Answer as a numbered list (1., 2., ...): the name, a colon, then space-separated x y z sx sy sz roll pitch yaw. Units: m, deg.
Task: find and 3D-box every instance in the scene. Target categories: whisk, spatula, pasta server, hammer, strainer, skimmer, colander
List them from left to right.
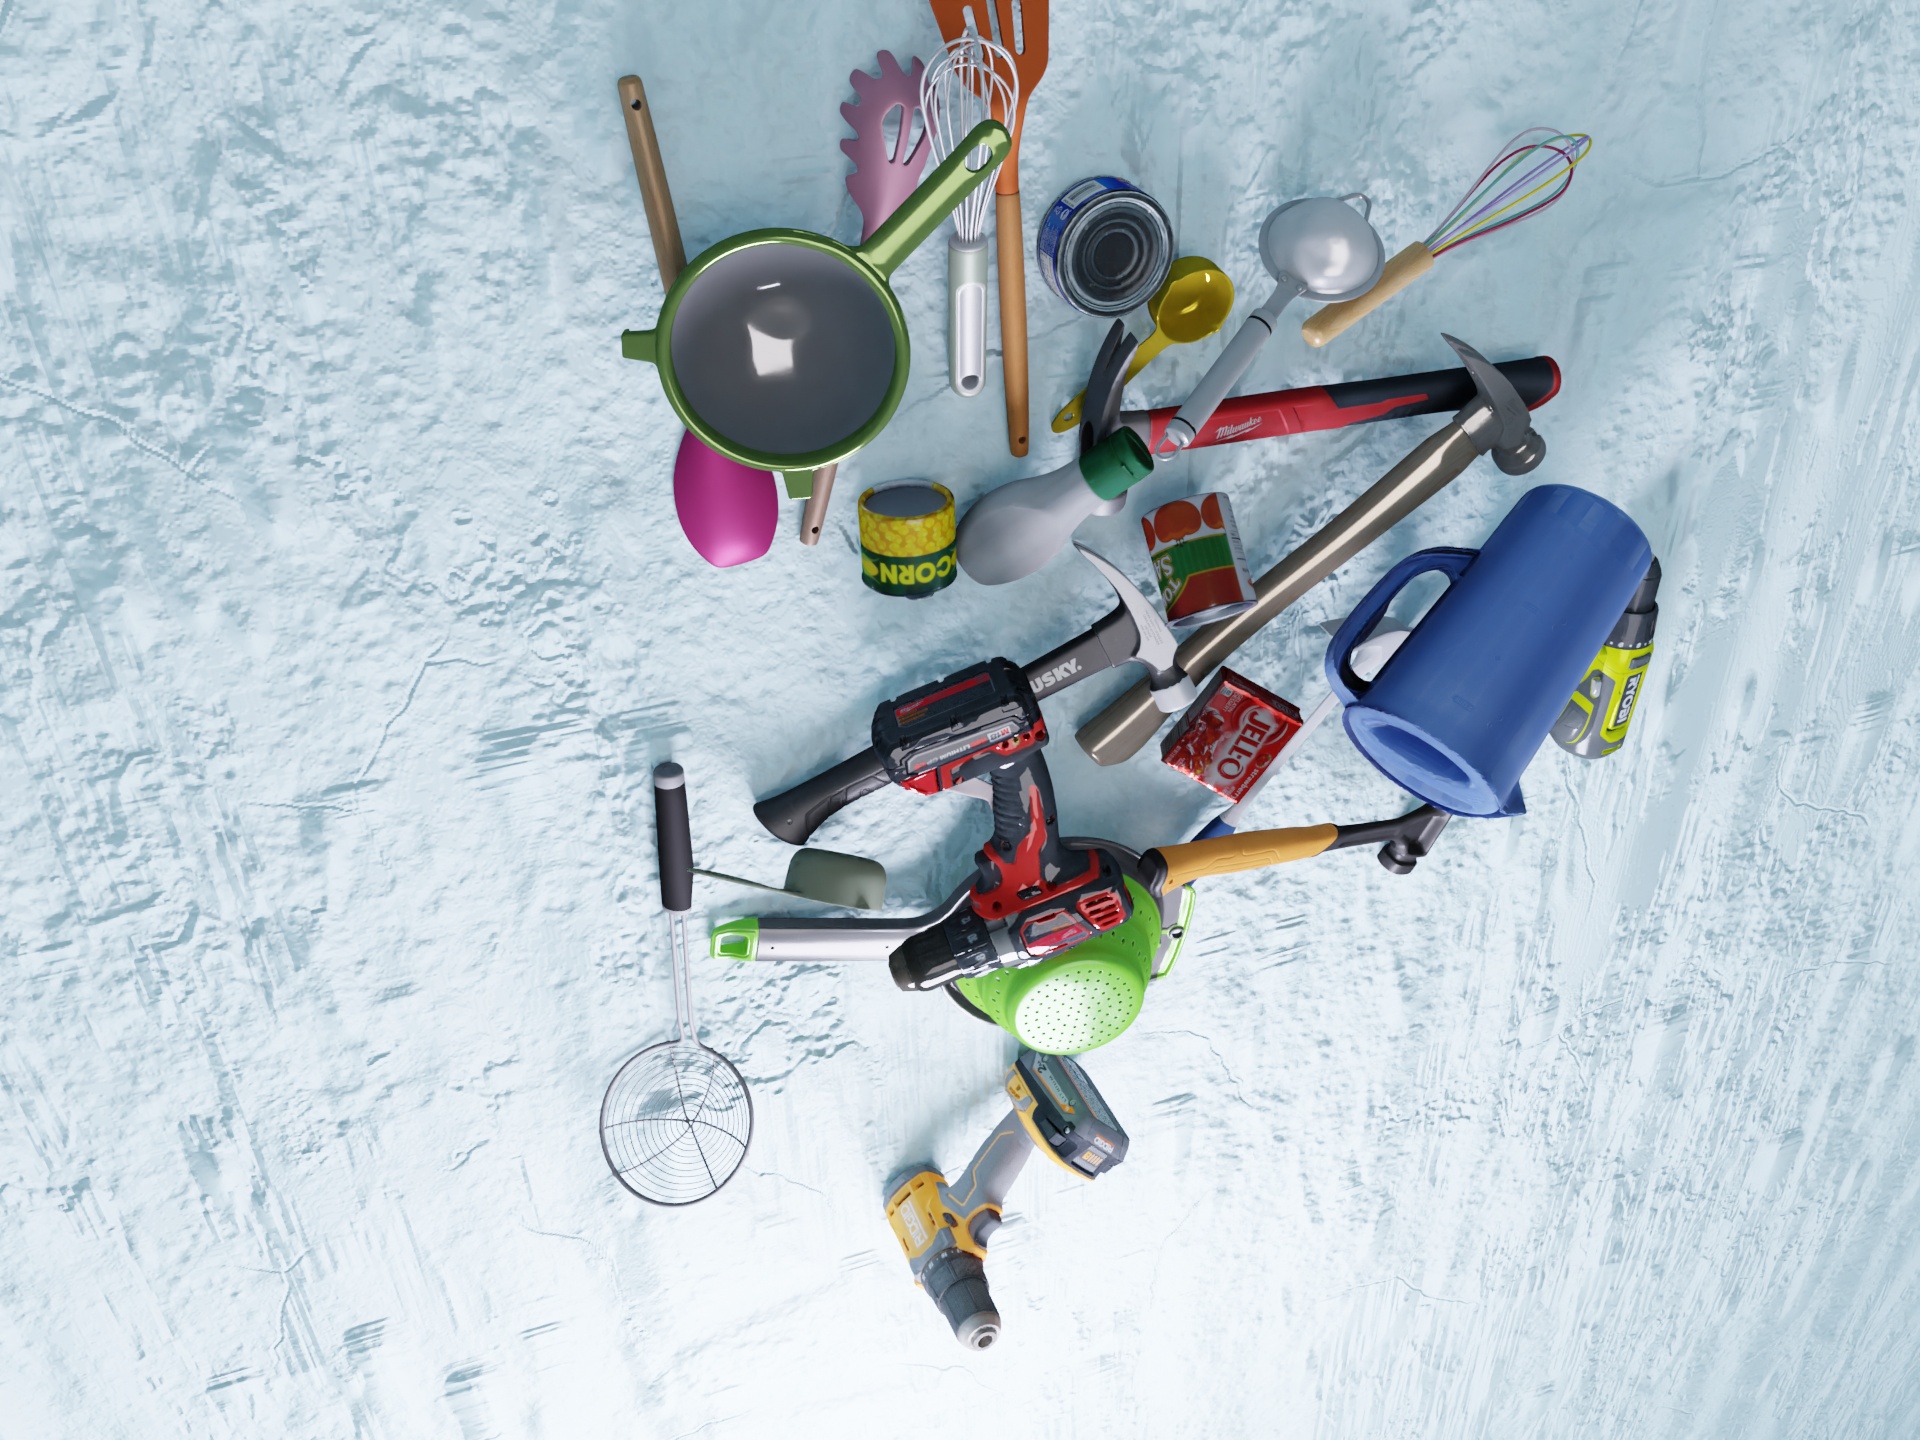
1. skimmer: -0.220 0.206 1.201 0.127 0.090 0.363 8 120 9
2. strainer: -0.069 -0.264 0.946 0.256 0.069 0.151 -41 119 19
3. pasta server: -0.068 -0.255 1.009 0.060 0.040 0.316 1 124 -23
4. hammer: -0.002 -0.004 1.176 0.335 0.035 0.146 -28 108 3
5. colander: 0.004 0.197 1.256 0.397 0.095 0.204 1 125 -14
6. whisk: 0.005 -0.300 0.973 0.058 0.059 0.246 -9 139 -9
7. spatula: 0.028 -0.316 1.011 0.081 0.041 0.322 -15 129 -13
8. hammer: 0.225 0.074 1.317 0.144 0.035 0.405 11 122 -54
9. strainer: 0.203 -0.267 1.042 0.258 0.087 0.050 -53 170 -13
10. hammer: 0.244 -0.111 1.193 0.410 0.038 0.146 -41 136 14
11. hammer: 0.287 0.097 1.323 0.336 0.034 0.127 -6 134 -34
12. hammer: 0.268 -0.237 1.137 0.386 0.038 0.143 -11 138 -18
13. whisk: 0.334 -0.333 1.095 0.245 0.047 0.051 -36 152 -5

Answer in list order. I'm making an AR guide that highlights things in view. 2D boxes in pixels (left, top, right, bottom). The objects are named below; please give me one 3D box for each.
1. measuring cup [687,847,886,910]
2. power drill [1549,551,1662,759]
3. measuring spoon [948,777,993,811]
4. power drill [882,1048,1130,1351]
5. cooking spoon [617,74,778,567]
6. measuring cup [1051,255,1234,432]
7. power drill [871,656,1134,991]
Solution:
1. measuring cup: -0.125 0.108 1.163 0.167 0.083 0.038 17 84 -40
2. power drill: 0.491 -0.038 1.332 0.228 0.080 0.190 -17 128 -27
3. measuring spoon: 0.000 0.045 1.239 0.124 0.018 0.034 21 112 -24
4. power drill: 0.041 0.417 1.390 0.226 0.186 0.084 -46 125 7
5. cooking spoon: -0.167 -0.233 0.984 0.068 0.017 0.318 -18 127 -13
6. measuring cup: 0.117 -0.256 1.089 0.156 0.029 0.062 -39 140 20
7. power drill: 0.008 0.088 1.153 0.188 0.080 0.226 -22 115 2
